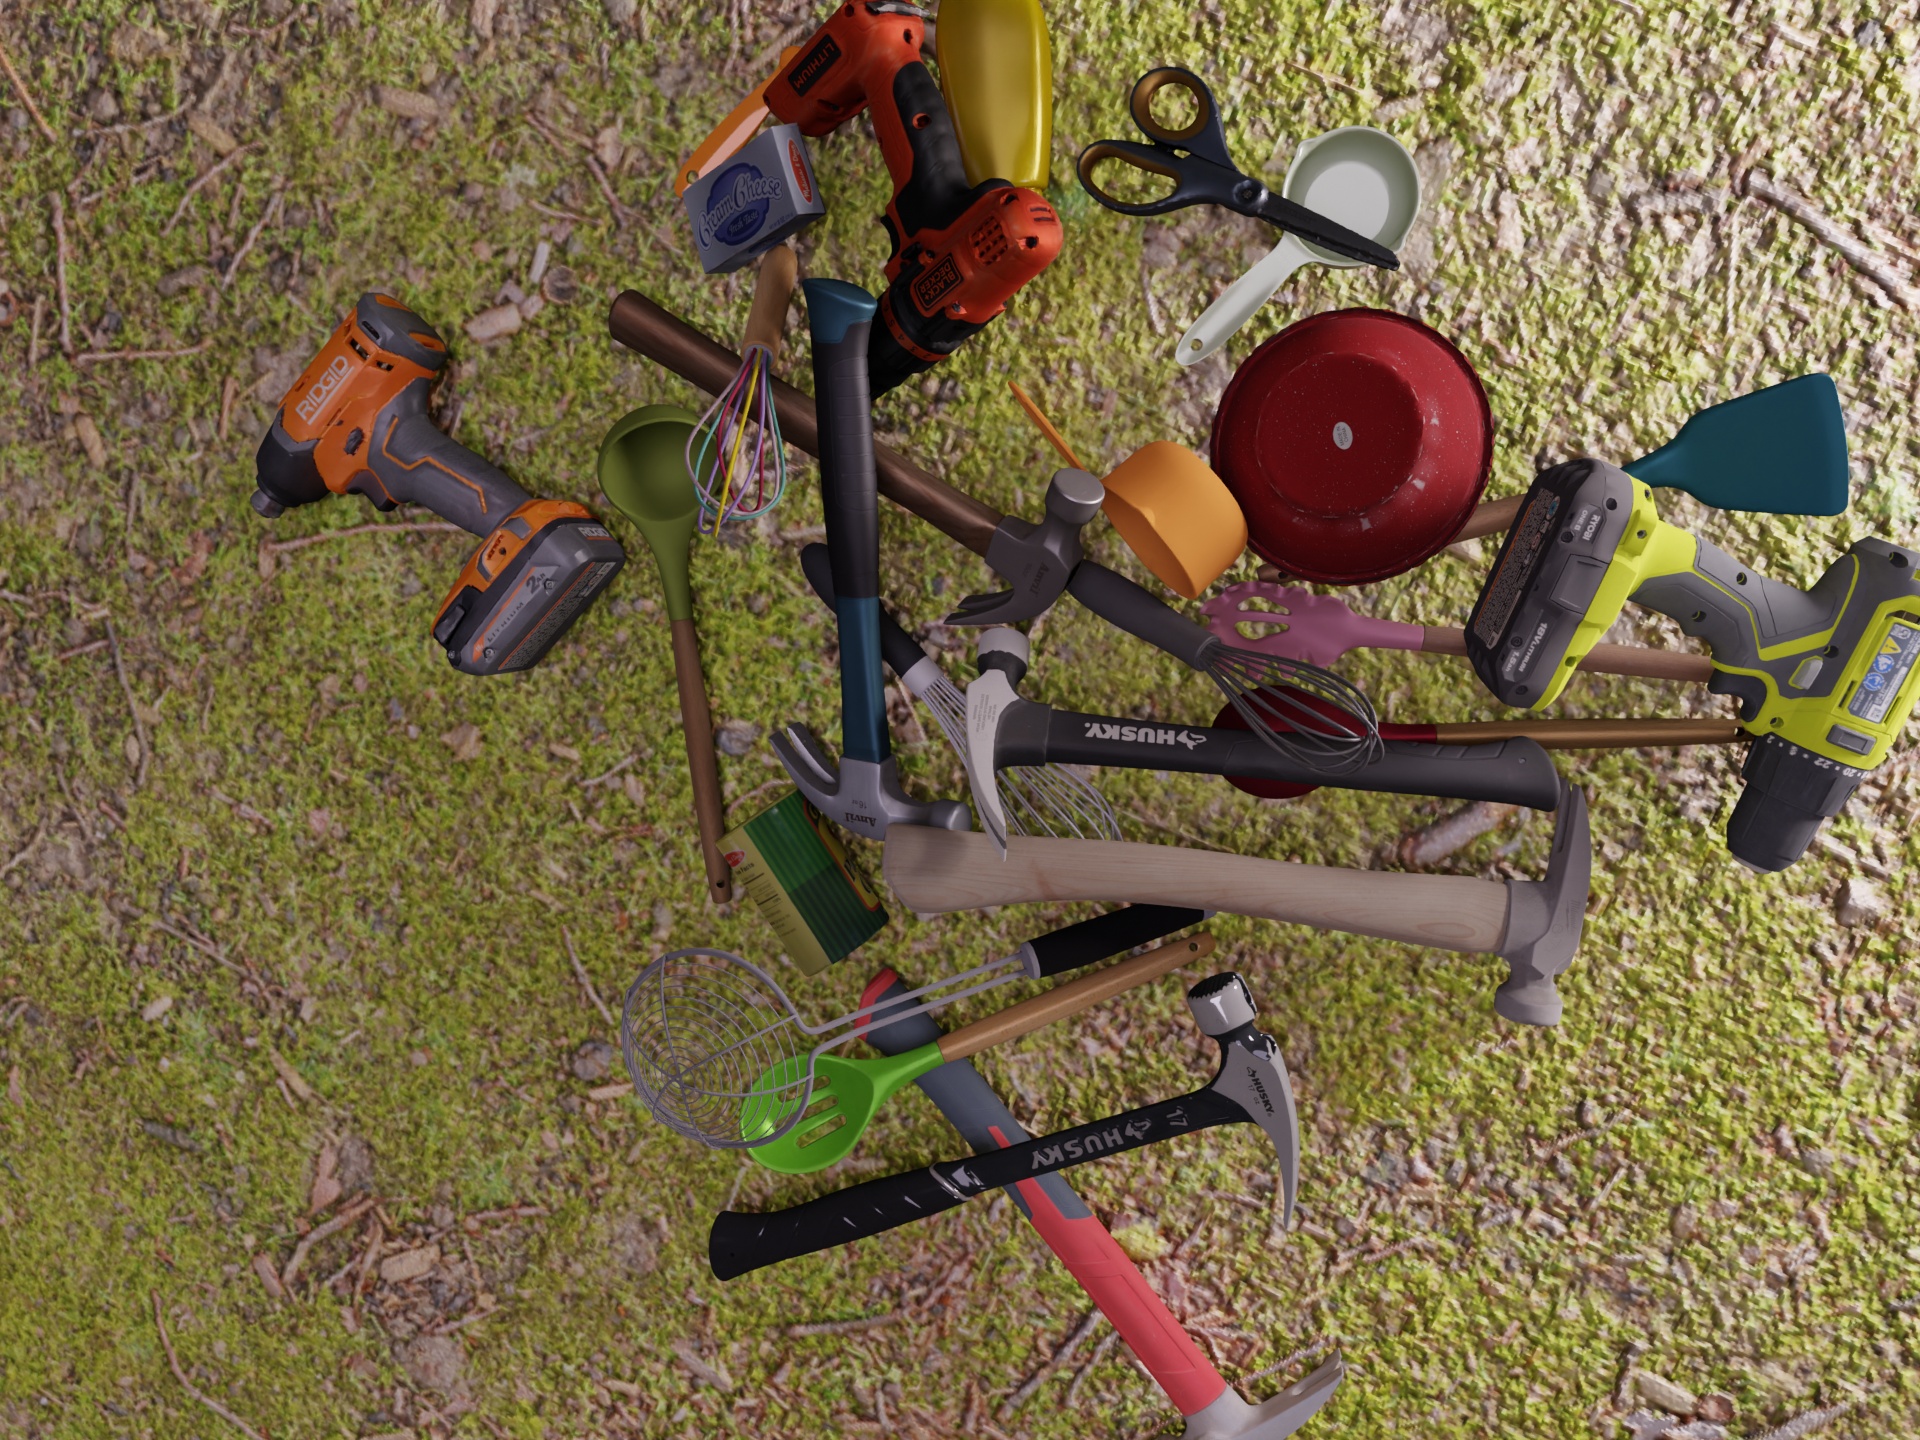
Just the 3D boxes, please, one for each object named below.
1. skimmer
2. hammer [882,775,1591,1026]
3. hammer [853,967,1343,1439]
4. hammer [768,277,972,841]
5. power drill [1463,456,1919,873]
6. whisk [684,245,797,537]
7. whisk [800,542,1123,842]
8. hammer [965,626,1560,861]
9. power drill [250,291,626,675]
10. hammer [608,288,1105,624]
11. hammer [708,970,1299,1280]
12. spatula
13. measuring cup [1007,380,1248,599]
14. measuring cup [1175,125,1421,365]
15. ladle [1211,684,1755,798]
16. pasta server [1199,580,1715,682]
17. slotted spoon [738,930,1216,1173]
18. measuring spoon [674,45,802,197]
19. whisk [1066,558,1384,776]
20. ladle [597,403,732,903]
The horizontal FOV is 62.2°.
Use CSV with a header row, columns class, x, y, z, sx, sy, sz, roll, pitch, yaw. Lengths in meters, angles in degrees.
class,x,y,z,sx,sy,sz,roll,pitch,yaw
skimmer,-0.023,0.158,0.965,0.363,0.090,0.127,-17,99,-14
hammer,0.161,0.087,0.925,0.410,0.038,0.146,6,98,-4
hammer,0.075,0.308,1.015,0.143,0.038,0.386,-38,90,12
hammer,-0.060,-0.087,0.927,0.128,0.033,0.330,8,112,29
power drill,0.402,-0.030,0.869,0.228,0.080,0.190,20,107,-2
whisk,-0.114,-0.193,0.892,0.051,0.245,0.047,-6,138,12
whisk,-0.001,-0.004,0.977,0.070,0.070,0.284,-43,84,13
hammer,0.166,0.023,0.903,0.335,0.146,0.035,5,142,5
power drill,-0.340,-0.134,1.003,0.226,0.084,0.164,46,104,5
hammer,-0.074,-0.165,0.955,0.331,0.031,0.130,32,135,11
hammer,0.014,0.284,0.982,0.409,0.036,0.149,-23,96,21
spatula,0.327,-0.120,0.906,0.317,0.044,0.082,-14,113,13
measuring cup,0.099,-0.150,0.928,0.052,0.095,0.174,-39,76,-2
measuring cup,0.188,-0.264,0.913,0.167,0.038,0.083,-43,89,15
ladle,0.306,0.010,0.938,0.315,0.031,0.069,-2,94,8
pasta server,0.297,-0.042,0.926,0.316,0.040,0.060,7,112,8
slotted spoon,0.013,0.197,0.983,0.314,0.031,0.070,-23,78,-2
measuring spoon,-0.134,-0.363,0.966,0.117,0.011,0.021,-44,89,13
whisk,0.141,-0.037,0.903,0.239,0.055,0.055,36,105,37
ladle,-0.170,-0.036,0.999,0.078,0.062,0.320,-9,100,-13
